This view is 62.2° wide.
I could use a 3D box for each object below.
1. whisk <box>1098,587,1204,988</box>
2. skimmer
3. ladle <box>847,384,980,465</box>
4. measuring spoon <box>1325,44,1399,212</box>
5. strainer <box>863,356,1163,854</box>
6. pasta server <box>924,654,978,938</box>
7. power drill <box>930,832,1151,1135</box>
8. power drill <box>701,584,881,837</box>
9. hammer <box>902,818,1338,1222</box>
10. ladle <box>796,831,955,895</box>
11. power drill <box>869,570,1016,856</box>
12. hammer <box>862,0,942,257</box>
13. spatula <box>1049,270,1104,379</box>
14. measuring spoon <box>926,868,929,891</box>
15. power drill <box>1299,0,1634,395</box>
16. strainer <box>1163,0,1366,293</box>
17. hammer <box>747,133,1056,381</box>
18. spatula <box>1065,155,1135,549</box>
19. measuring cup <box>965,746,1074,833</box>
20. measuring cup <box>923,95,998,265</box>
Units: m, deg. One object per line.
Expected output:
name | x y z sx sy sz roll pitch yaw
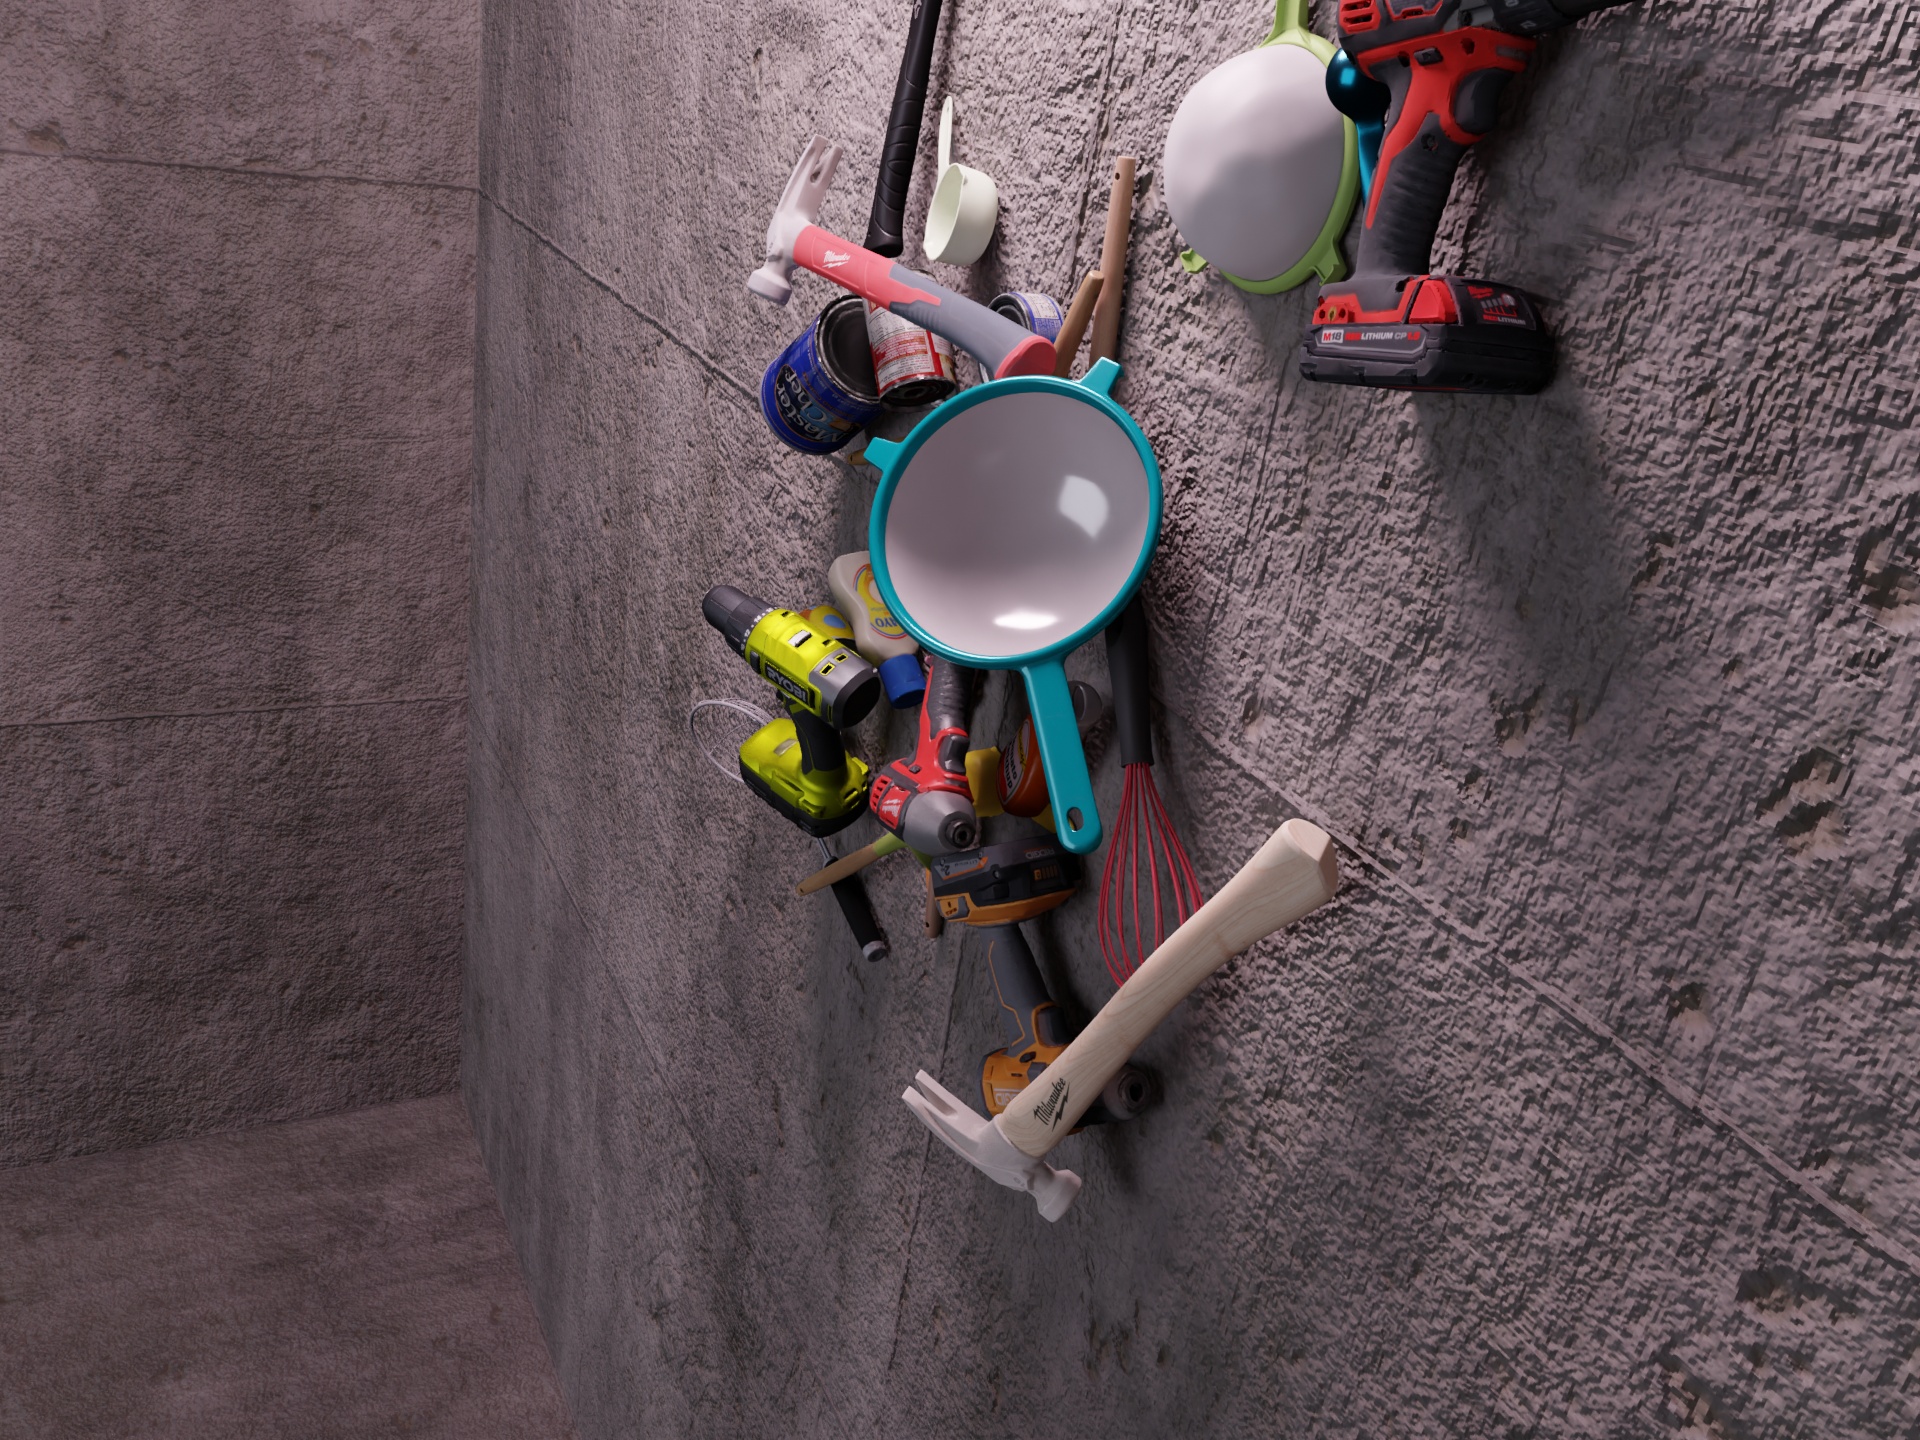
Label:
whisk | 0.125 0.050 1.101 0.073 0.073 0.296 -27 64 60
skimmer | -0.182 0.114 1.641 0.127 0.090 0.364 92 155 -47
ladle | -0.034 -0.240 1.380 0.315 0.031 0.069 7 98 63
measuring spoon | 0.226 -0.313 0.875 0.042 0.021 0.128 -8 91 29
strainer | 0.060 -0.068 1.100 0.211 0.095 0.341 -16 72 16
pasta server | -0.016 0.051 1.380 0.060 0.040 0.316 30 122 45
power drill | 0.063 0.203 1.216 0.185 0.084 0.226 -18 82 58
power drill | -0.160 -0.013 1.483 0.191 0.080 0.228 34 146 24
hammer | 0.105 0.192 1.055 0.146 0.038 0.410 37 129 3
ladle | -0.093 0.129 1.450 0.078 0.062 0.320 56 147 -1
power drill | -0.002 -0.004 1.231 0.143 0.078 0.219 26 101 66
hammer | -0.038 -0.549 1.314 0.146 0.035 0.334 46 130 50
spatula | 0.038 -0.211 1.208 0.044 0.082 0.317 48 137 22
measuring spoon | -0.030 0.111 1.442 0.021 0.011 0.117 5 98 62
power drill | 0.256 -0.279 0.786 0.188 0.080 0.226 22 110 59
strainer | 0.170 -0.383 0.932 0.152 0.069 0.256 32 124 56
hammer | -0.043 -0.351 1.241 0.387 0.038 0.143 39 108 45
spatula | 0.100 -0.238 1.140 0.060 0.018 0.315 27 119 46
measuring cup | 0.040 0.066 1.285 0.157 0.029 0.062 29 119 56
measuring cup | 0.003 -0.439 1.284 0.083 0.038 0.168 132 144 -54
